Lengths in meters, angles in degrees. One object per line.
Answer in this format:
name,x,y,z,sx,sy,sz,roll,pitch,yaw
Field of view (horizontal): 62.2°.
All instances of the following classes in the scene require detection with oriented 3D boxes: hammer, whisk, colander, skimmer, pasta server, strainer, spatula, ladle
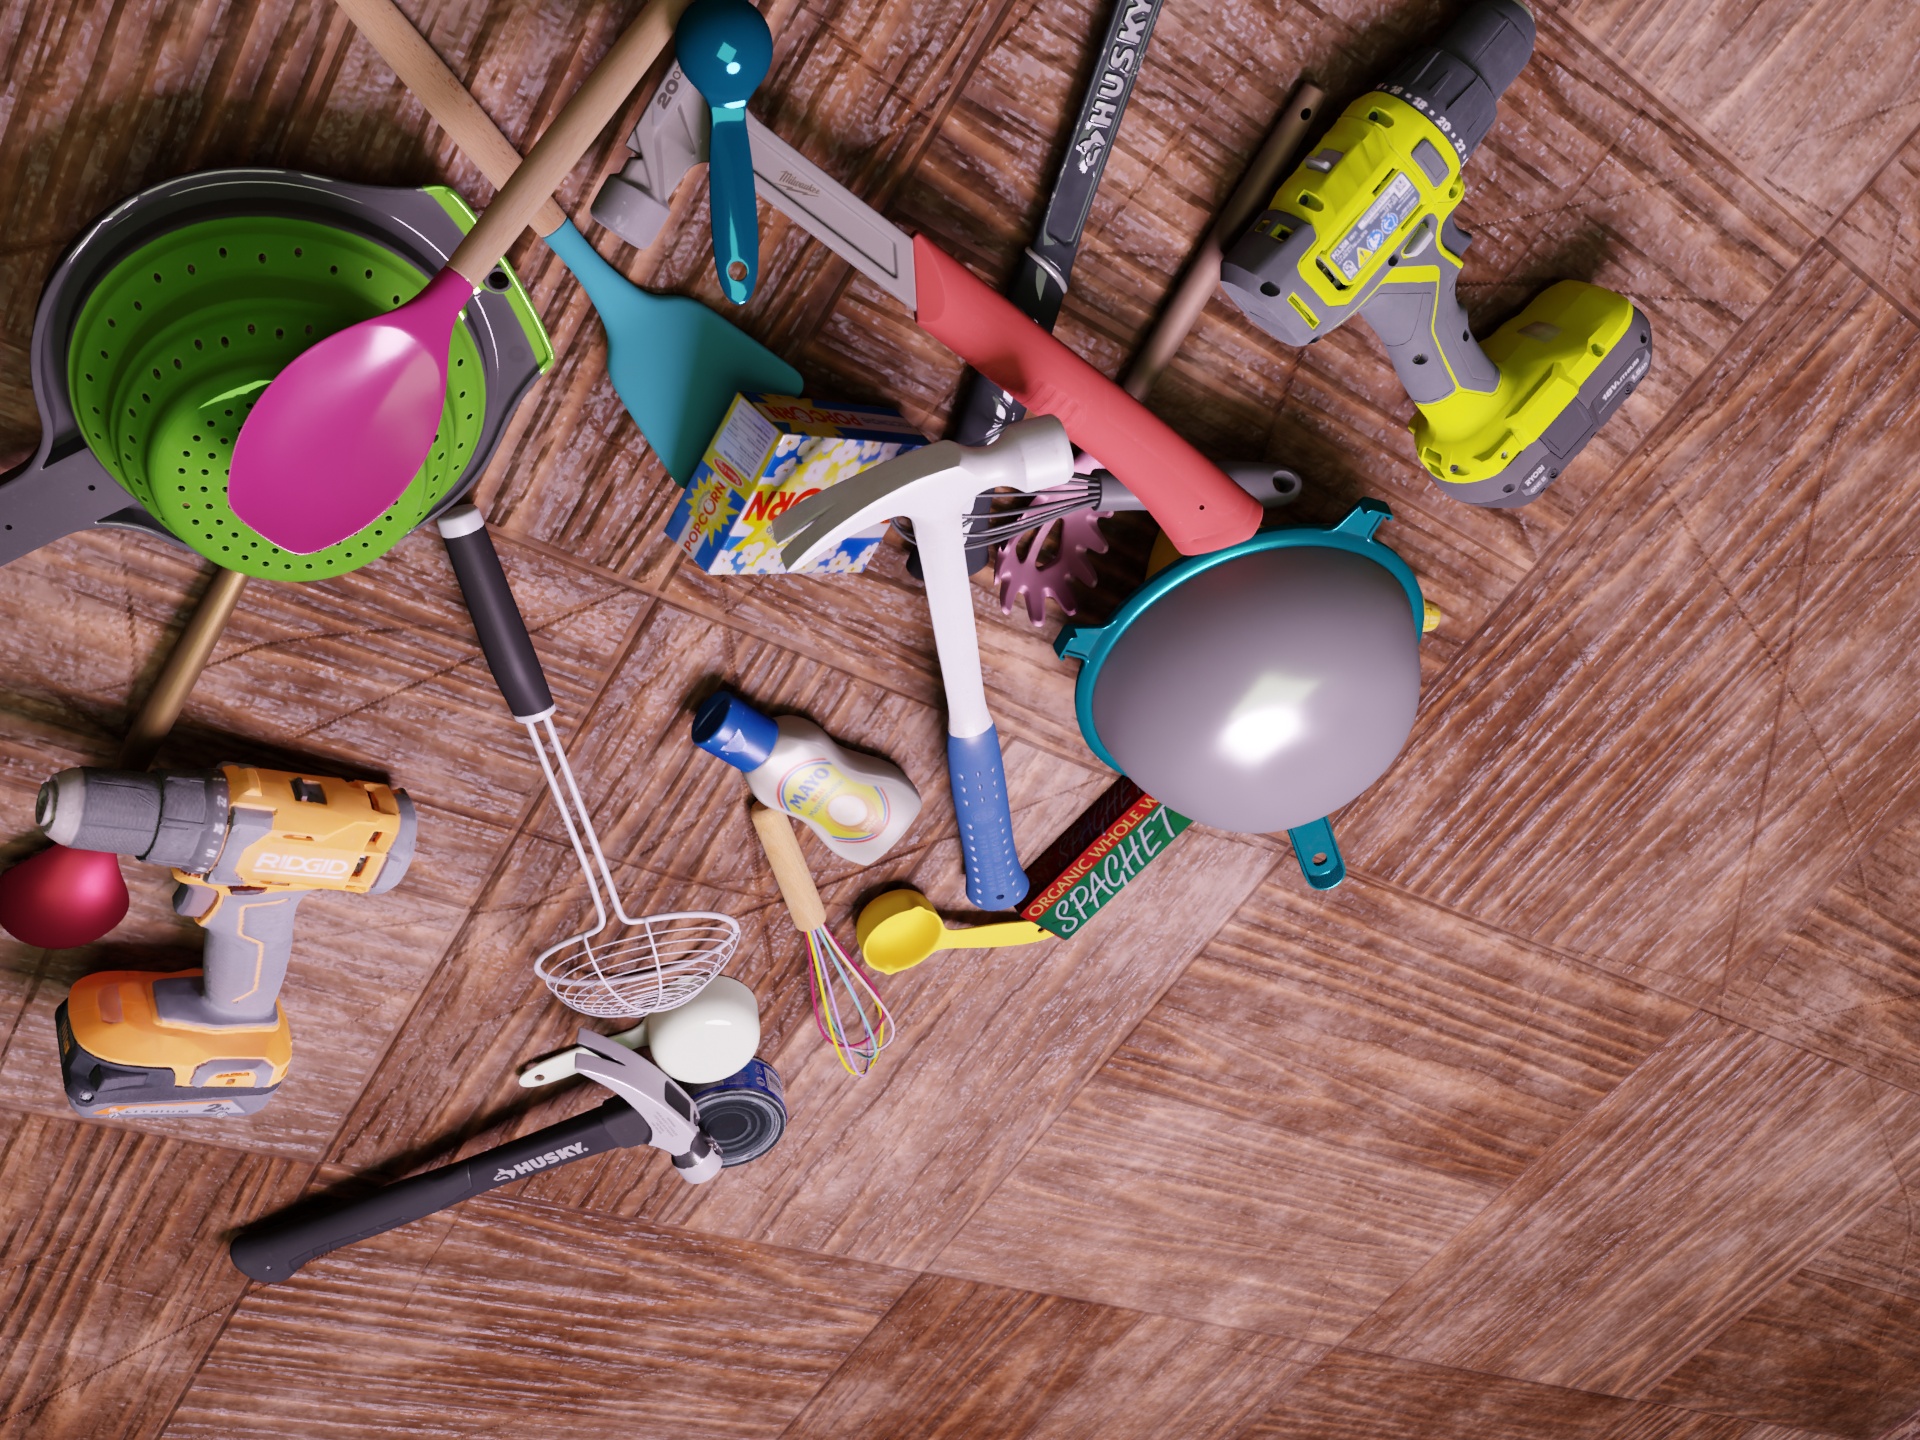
hammer,-0.342,0.309,1.075,0.335,0.035,0.146,-21,127,8
whisk,-0.092,0.144,1.051,0.047,0.051,0.244,-31,128,-20
whisk,0.074,-0.120,0.847,0.239,0.055,0.055,-4,127,-16
colander,-0.372,-0.095,0.707,0.397,0.095,0.204,-25,138,1
skimmer,-0.227,0.034,0.927,0.127,0.090,0.363,-15,119,-2
pasta server,0.105,-0.190,0.854,0.060,0.040,0.316,20,117,-23
strainer,0.200,0.035,0.947,0.211,0.095,0.340,-23,137,7
hammer,0.045,-0.245,0.795,0.149,0.036,0.408,8,124,-21
spatula,-0.197,-0.243,0.716,0.082,0.044,0.317,-43,126,-2
hammer,0.013,-0.199,0.764,0.358,0.037,0.149,32,100,-22
ladle,-0.439,0.017,0.851,0.069,0.031,0.315,22,115,-35
hammer,-0.001,-0.003,0.896,0.144,0.035,0.405,-16,144,-5

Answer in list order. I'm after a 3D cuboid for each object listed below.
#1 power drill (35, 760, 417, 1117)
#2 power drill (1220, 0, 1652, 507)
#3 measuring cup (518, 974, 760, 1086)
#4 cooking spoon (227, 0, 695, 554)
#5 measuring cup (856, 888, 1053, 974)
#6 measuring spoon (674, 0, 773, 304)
power drill,-0.428,0.117,0.876,0.185,0.084,0.226,13,120,-43
power drill,0.266,-0.238,0.837,0.228,0.080,0.190,36,98,-34
measuring cup,-0.215,0.226,1.068,0.167,0.038,0.083,-19,129,-5
cooking spoon,-0.195,-0.205,0.667,0.068,0.017,0.319,42,77,-42
measuring cup,-0.001,0.139,1.085,0.156,0.029,0.062,1,127,-33
measuring spoon,-0.099,-0.245,0.687,0.042,0.021,0.128,-5,109,-11
